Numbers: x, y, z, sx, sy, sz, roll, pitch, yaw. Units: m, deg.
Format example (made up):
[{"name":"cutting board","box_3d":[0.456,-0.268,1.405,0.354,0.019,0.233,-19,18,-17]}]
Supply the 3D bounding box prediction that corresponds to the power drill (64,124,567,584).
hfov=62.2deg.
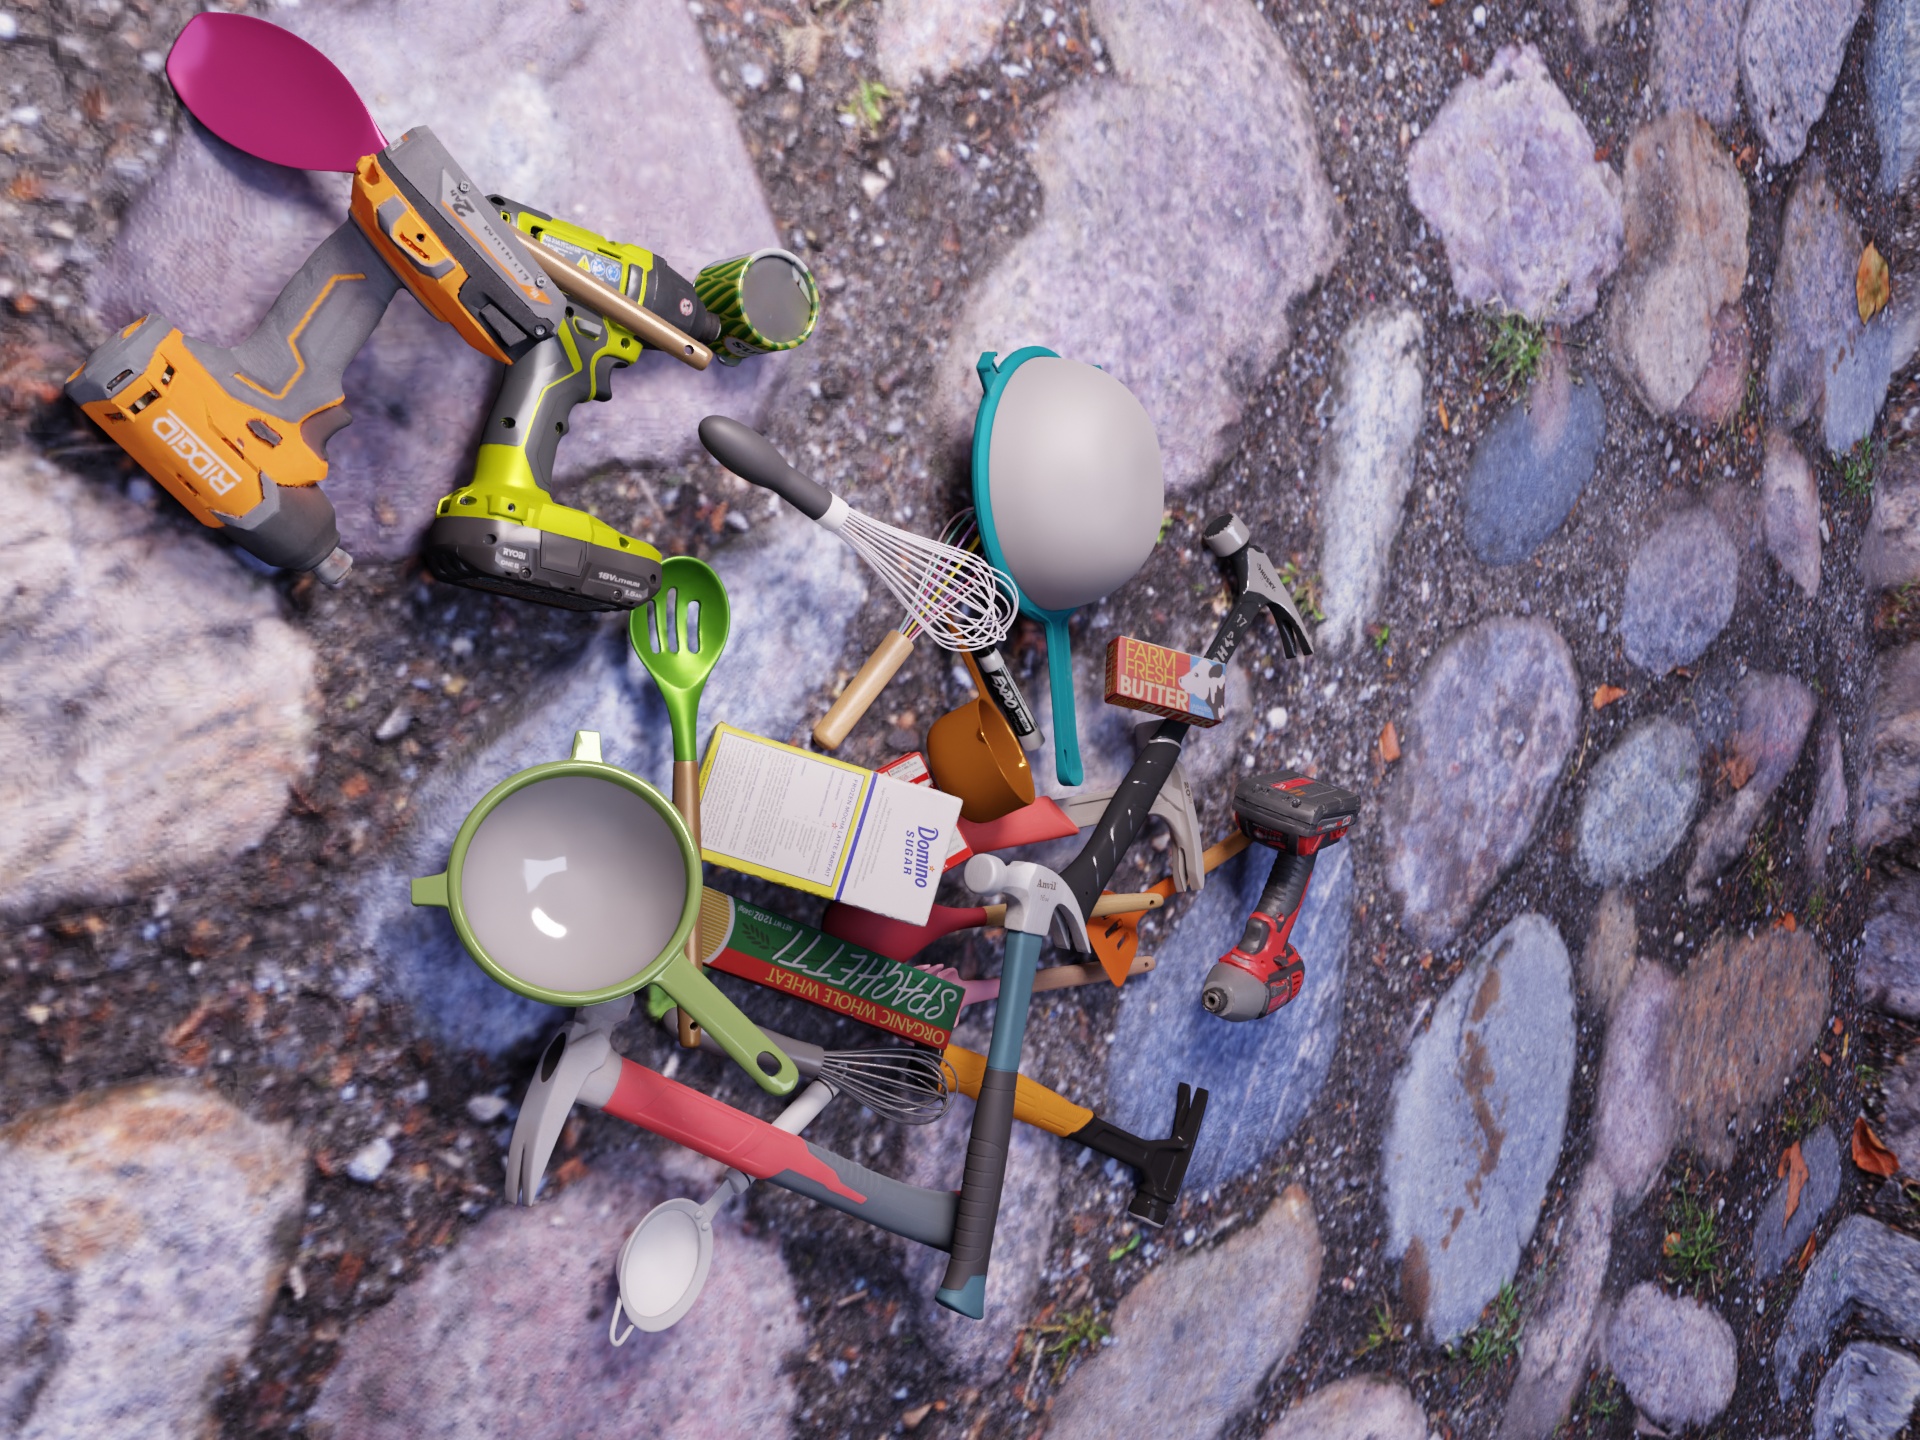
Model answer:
[{"name":"power drill","box_3d":[-0.323,-0.185,0.843,0.226,0.084,0.164,-39,122,-2]}]

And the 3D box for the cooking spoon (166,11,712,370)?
[{"name":"cooking spoon","box_3d":[-0.280,-0.284,0.886,0.318,0.017,0.069,30,86,-17]}]

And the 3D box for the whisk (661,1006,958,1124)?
[{"name":"whisk","box_3d":[-0.102,0.239,1.124,0.238,0.055,0.055,23,79,-28]}]

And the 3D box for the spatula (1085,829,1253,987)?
[{"name":"spatula","box_3d":[0.210,0.133,1.405,0.322,0.041,0.081,-26,90,-38]}]

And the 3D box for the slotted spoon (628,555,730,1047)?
[{"name":"slotted spoon","box_3d":[-0.179,0.052,1.023,0.070,0.031,0.314,0,86,-32]}]

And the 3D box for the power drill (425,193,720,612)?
[{"name":"power drill","box_3d":[-0.232,-0.184,0.967,0.171,0.080,0.223,12,83,-40]}]

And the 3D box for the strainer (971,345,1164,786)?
[{"name":"strainer","box_3d":[0.104,-0.118,1.212,0.211,0.095,0.340,-14,101,-59]}]

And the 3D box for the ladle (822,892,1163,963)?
[{"name":"ladle","box_3d":[0.037,0.152,1.237,0.315,0.031,0.069,-1,99,-35]}]

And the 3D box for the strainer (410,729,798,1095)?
[{"name":"strainer","box_3d":[-0.202,0.141,0.982,0.256,0.069,0.151,45,64,-3]}]

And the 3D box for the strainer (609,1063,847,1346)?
[{"name":"strainer","box_3d":[-0.162,0.324,1.099,0.258,0.050,0.086,-42,126,-37]}]

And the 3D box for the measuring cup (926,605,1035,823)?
[{"name":"measuring cup","box_3d":[-0.002,-0.004,1.184,0.095,0.052,0.174,34,31,-62]}]

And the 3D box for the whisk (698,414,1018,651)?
[{"name":"whisk","box_3d":[-0.066,-0.124,1.077,0.284,0.070,0.070,32,73,-36]}]

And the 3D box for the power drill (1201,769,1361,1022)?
[{"name":"power drill","box_3d":[0.273,0.162,1.411,0.143,0.079,0.219,-7,113,-53]}]

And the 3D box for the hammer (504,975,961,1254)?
[{"name":"hammer","box_3d":[-0.127,0.313,1.082,0.385,0.038,0.143,36,60,-35]}]

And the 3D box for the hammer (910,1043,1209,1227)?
[{"name":"hammer","box_3d":[0.085,0.320,1.318,0.336,0.034,0.127,33,74,-38]}]

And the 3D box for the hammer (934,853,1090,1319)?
[{"name":"hammer","box_3d":[0.027,0.269,1.164,0.128,0.033,0.331,17,81,-47]}]

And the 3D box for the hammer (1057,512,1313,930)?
[{"name":"hammer","box_3d":[0.180,0.010,1.326,0.149,0.036,0.409,49,56,-22]}]

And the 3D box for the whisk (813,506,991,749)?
[{"name":"whisk","box_3d":[-0.030,-0.074,1.179,0.051,0.047,0.245,49,68,-32]}]

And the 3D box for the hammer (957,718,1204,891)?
[{"name":"hammer","box_3d":[0.053,0.089,1.254,0.359,0.037,0.149,-7,85,-39]}]

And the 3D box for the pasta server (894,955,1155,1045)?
[{"name":"pasta server","box_3d":[0.055,0.213,1.279,0.316,0.040,0.060,0,88,-42]}]
